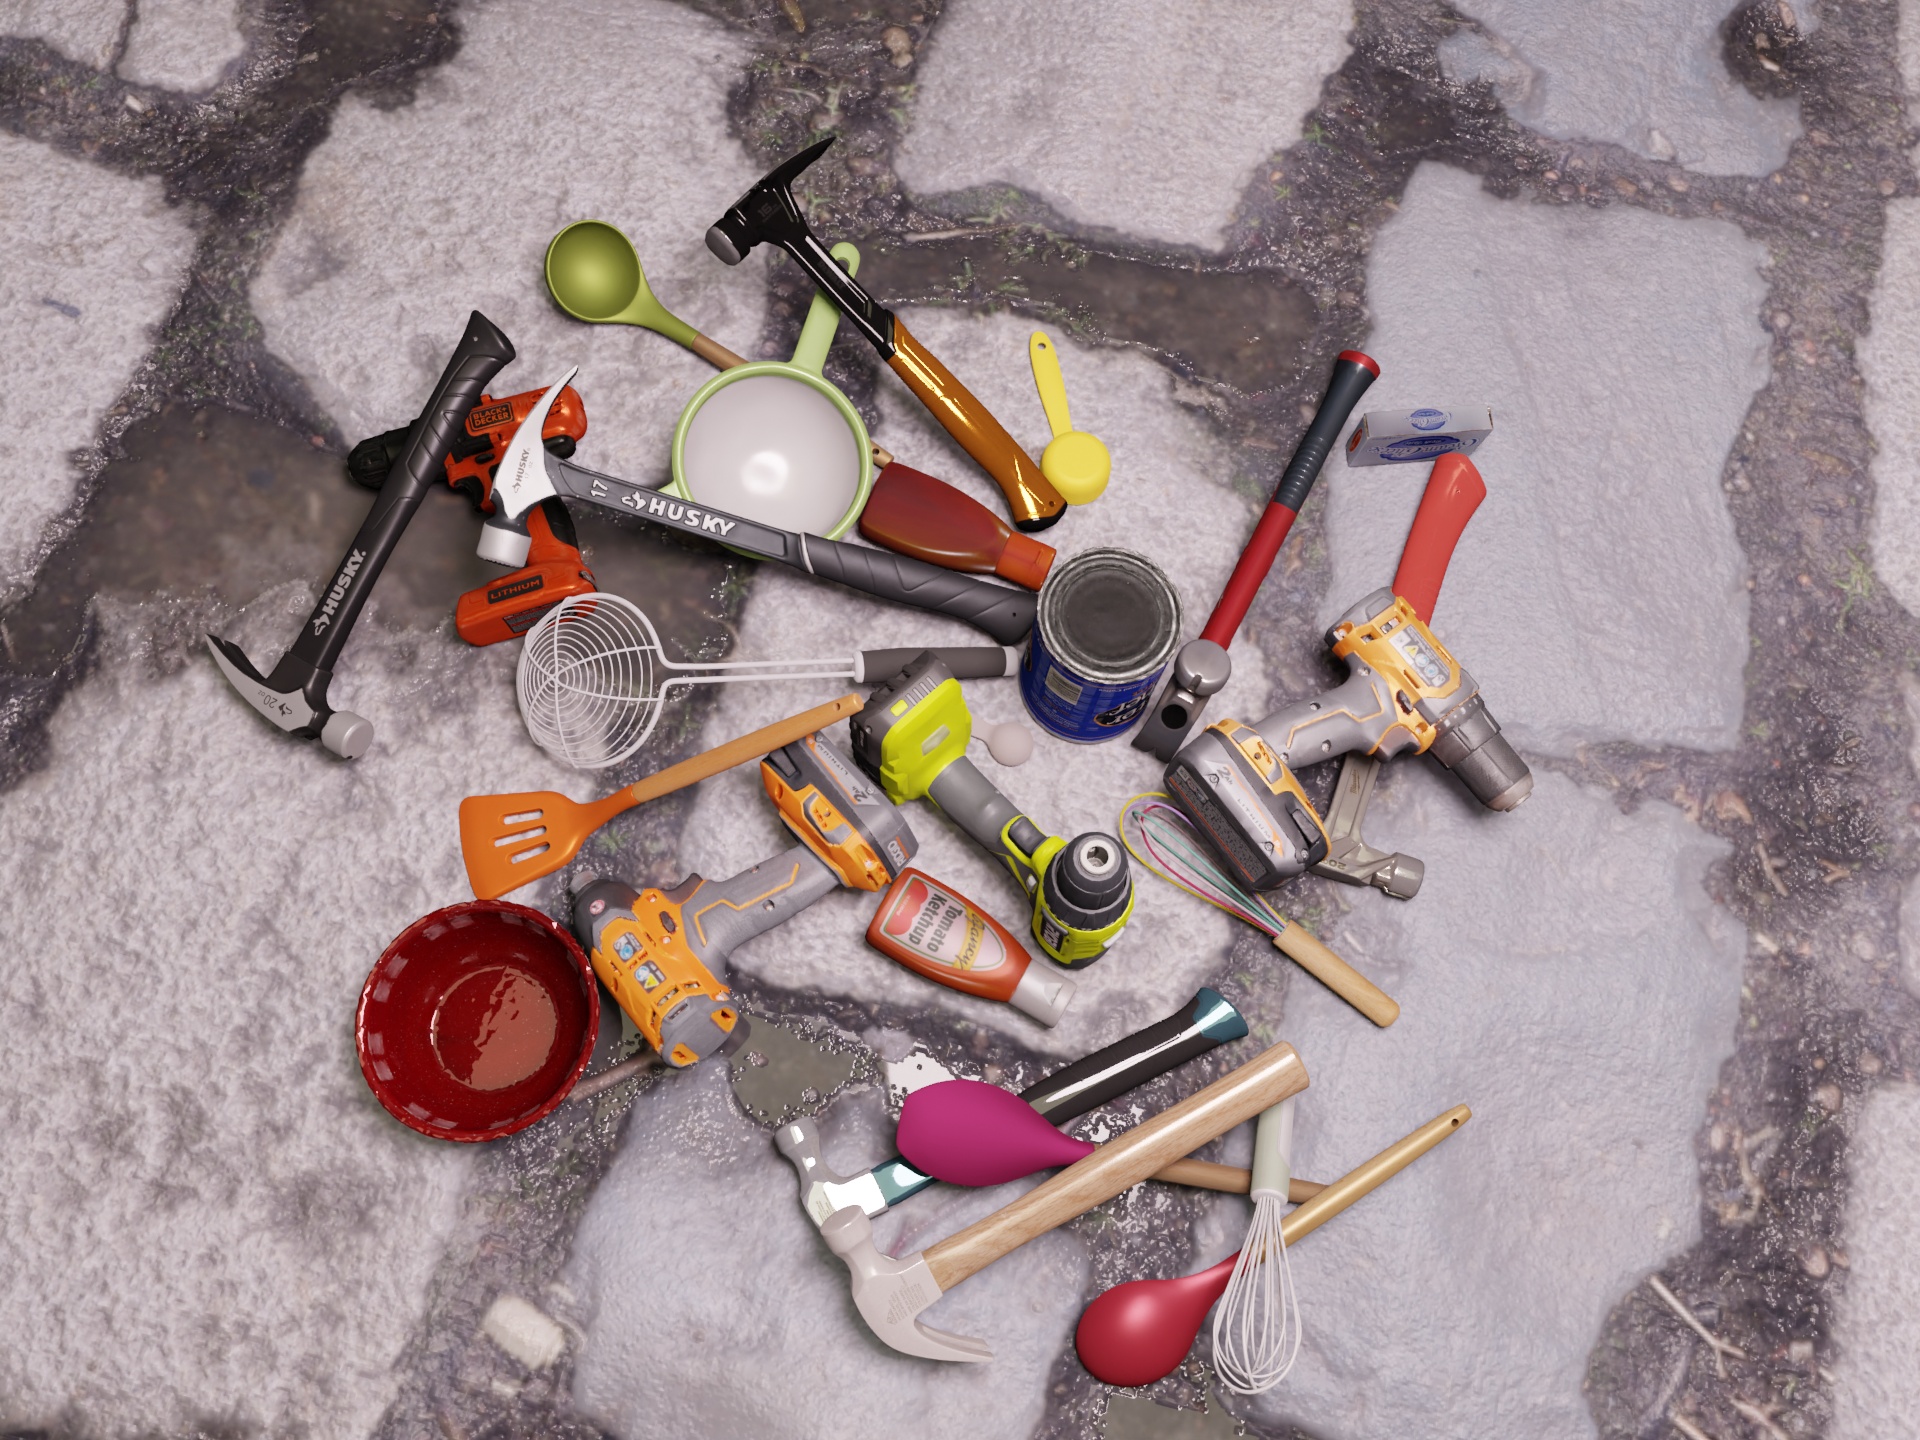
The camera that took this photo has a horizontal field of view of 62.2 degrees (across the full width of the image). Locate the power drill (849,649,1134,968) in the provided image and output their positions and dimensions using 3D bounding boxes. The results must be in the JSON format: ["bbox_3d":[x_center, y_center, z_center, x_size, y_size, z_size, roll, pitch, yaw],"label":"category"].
[{"bbox_3d":[0.028,0.063,1.088,0.080,0.190,0.229,-41,74,-14],"label":"power drill"}]

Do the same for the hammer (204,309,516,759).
[{"bbox_3d":[-0.423,-0.149,1.163,0.146,0.035,0.335,26,86,16],"label":"hammer"}]

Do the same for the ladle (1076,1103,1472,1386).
[{"bbox_3d":[0.217,0.349,1.073,0.315,0.031,0.069,-31,91,-9],"label":"ladle"}]

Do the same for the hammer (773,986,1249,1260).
[{"bbox_3d":[0.047,0.270,1.100,0.331,0.033,0.128,-24,74,-11],"label":"hammer"}]

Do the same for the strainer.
[{"bbox_3d":[-0.131,-0.242,1.224,0.151,0.069,0.256,20,81,-12],"label":"strainer"}]

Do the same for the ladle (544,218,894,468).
[{"bbox_3d":[-0.189,-0.291,1.259,0.320,0.062,0.078,33,85,5],"label":"ladle"}]

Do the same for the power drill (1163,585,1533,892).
[{"bbox_3d":[0.283,0.031,1.134,0.226,0.084,0.185,-35,79,-17],"label":"power drill"}]

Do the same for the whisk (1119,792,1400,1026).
[{"bbox_3d":[0.217,0.136,1.150,0.245,0.051,0.047,38,68,6],"label":"whisk"}]

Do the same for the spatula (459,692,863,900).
[{"bbox_3d":[-0.211,0.042,1.111,0.322,0.041,0.081,-22,72,20],"label":"spatula"}]

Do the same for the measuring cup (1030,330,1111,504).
[{"bbox_3d":[0.081,-0.248,1.272,0.062,0.029,0.157,-11,75,-7],"label":"measuring cup"}]

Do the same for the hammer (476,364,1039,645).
[{"bbox_3d":[-0.131,-0.133,1.162,0.408,0.036,0.149,15,92,-15],"label":"hammer"}]

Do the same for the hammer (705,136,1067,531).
[{"bbox_3d":[-0.034,-0.279,1.207,0.336,0.034,0.127,46,69,-14],"label":"hammer"}]

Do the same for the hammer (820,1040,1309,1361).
[{"bbox_3d":[0.083,0.307,1.044,0.331,0.031,0.130,-27,97,-7],"label":"hammer"}]

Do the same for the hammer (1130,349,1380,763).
[{"bbox_3d":[0.236,-0.140,1.224,0.038,0.143,0.386,29,62,5],"label":"hammer"}]

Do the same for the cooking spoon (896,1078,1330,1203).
[{"bbox_3d":[0.113,0.298,1.075,0.318,0.017,0.069,12,81,-10],"label":"cooking spoon"}]

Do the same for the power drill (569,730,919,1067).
[{"bbox_3d":[-0.161,0.109,1.111,0.226,0.084,0.164,-41,61,-11],"label":"power drill"}]

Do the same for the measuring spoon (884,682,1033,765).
[{"bbox_3d":[-0.002,-0.004,1.194,0.124,0.018,0.034,26,73,6],"label":"measuring spoon"}]

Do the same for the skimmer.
[{"bbox_3d":[-0.142,-0.035,1.181,0.363,0.090,0.127,-3,86,-16],"label":"skimmer"}]

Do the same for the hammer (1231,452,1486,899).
[{"bbox_3d":[0.323,-0.050,1.219,0.149,0.036,0.359,21,72,3],"label":"hammer"}]

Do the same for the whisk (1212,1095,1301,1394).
[{"bbox_3d":[0.203,0.322,1.047,0.059,0.057,0.247,-18,37,32],"label":"whisk"}]
